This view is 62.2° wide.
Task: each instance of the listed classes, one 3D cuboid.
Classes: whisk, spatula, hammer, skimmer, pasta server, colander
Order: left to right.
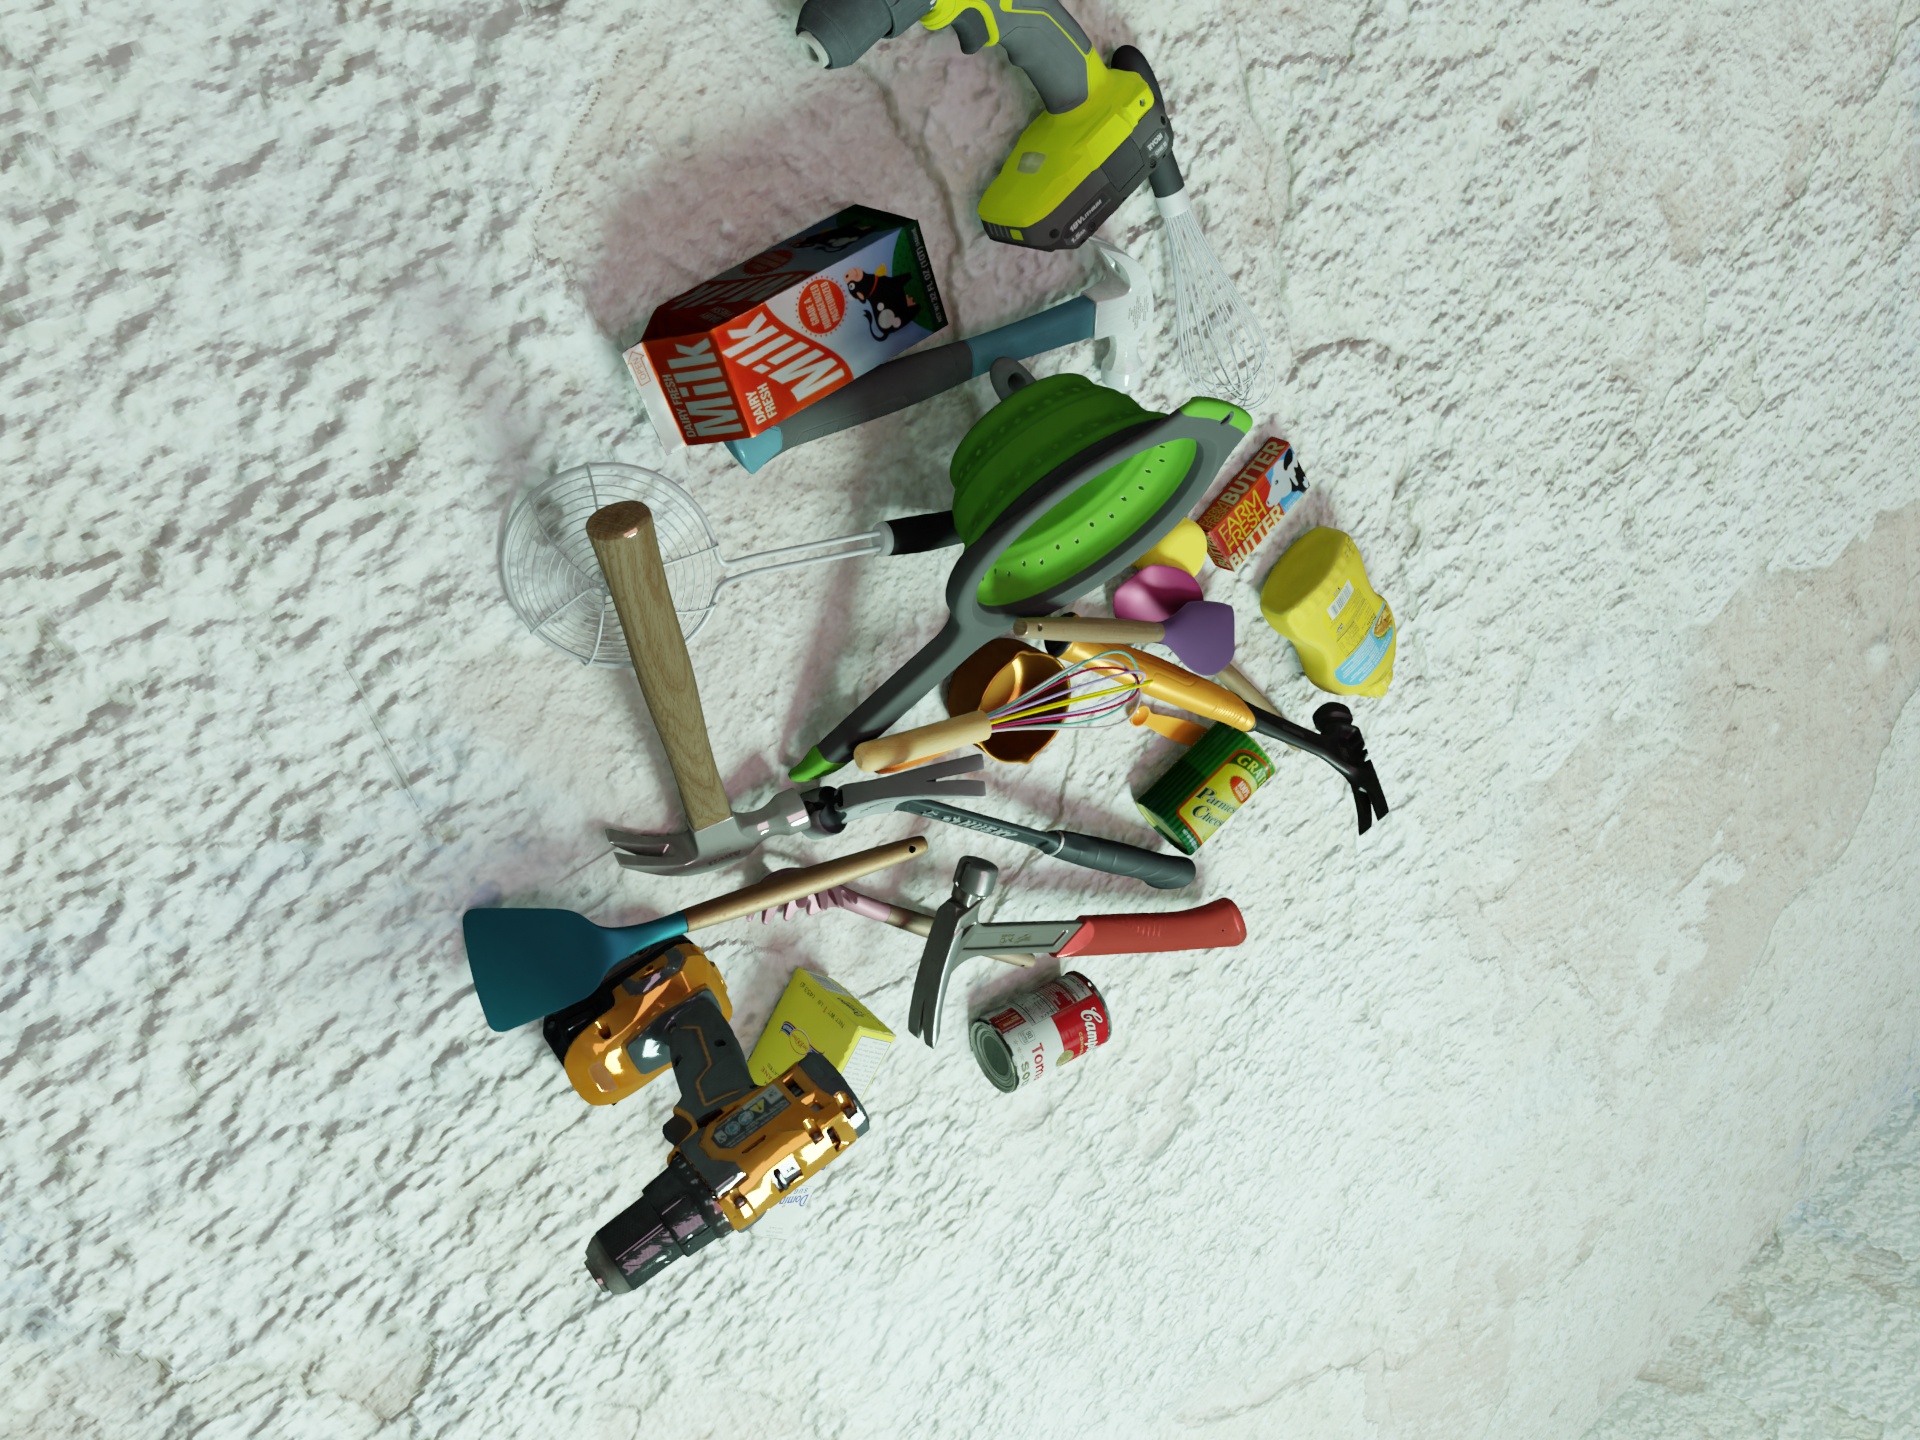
[{"bbox_3d":[-0.175,-0.006,0.967,0.130,0.031,0.331,-23,145,-14],"label":"hammer"},{"bbox_3d":[-0.166,0.124,1.068,0.317,0.044,0.082,-15,96,-27],"label":"spatula"},{"bbox_3d":[-0.115,-0.117,1.034,0.363,0.090,0.127,-17,120,-43],"label":"skimmer"},{"bbox_3d":[-0.041,0.161,1.224,0.316,0.060,0.040,26,56,-45],"label":"pasta server"},{"bbox_3d":[-0.008,-0.232,1.047,0.331,0.033,0.128,-25,141,-24],"label":"hammer"},{"bbox_3d":[0.005,-0.104,1.048,0.397,0.094,0.204,-41,163,25],"label":"colander"},{"bbox_3d":[0.036,-0.004,1.129,0.245,0.047,0.051,-15,122,-28],"label":"whisk"},{"bbox_3d":[0.065,0.089,1.233,0.408,0.149,0.036,18,62,-49],"label":"hammer"},{"bbox_3d":[0.082,-0.184,1.120,0.055,0.055,0.238,-54,142,-4],"label":"whisk"},{"bbox_3d":[0.111,0.186,1.311,0.358,0.037,0.149,5,106,-43],"label":"hammer"},{"bbox_3d":[0.132,-0.063,1.169,0.315,0.018,0.060,-2,92,-54],"label":"spatula"},{"bbox_3d":[0.159,-0.339,1.127,0.070,0.070,0.284,-39,125,-17],"label":"whisk"},{"bbox_3d":[0.207,-0.008,1.273,0.336,0.127,0.034,21,130,-30],"label":"hammer"}]

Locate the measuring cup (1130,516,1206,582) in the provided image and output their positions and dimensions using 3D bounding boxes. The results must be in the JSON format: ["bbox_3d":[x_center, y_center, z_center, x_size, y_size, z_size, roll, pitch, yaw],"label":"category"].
[{"bbox_3d":[0.128,-0.119,1.223,0.156,0.029,0.062,-19,122,-32],"label":"measuring cup"}]

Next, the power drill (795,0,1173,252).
[{"bbox_3d":[0.018,-0.401,0.967,0.190,0.080,0.228,-48,130,-9],"label":"power drill"}]

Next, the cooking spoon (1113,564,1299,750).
[{"bbox_3d":[0.219,-0.043,1.330,0.068,0.017,0.318,-38,139,15],"label":"cooking spoon"}]

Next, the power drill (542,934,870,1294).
[{"bbox_3d":[-0.189,0.248,1.020,0.185,0.226,0.084,-35,129,-20],"label":"power drill"}]

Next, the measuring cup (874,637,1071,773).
[{"bbox_3d":[-0.002,-0.004,1.164,0.173,0.052,0.095,-22,124,-27],"label":"measuring cup"}]

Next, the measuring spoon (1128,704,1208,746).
[{"bbox_3d":[0.178,0.005,1.340,0.116,0.011,0.021,17,108,-46],"label":"measuring spoon"}]
